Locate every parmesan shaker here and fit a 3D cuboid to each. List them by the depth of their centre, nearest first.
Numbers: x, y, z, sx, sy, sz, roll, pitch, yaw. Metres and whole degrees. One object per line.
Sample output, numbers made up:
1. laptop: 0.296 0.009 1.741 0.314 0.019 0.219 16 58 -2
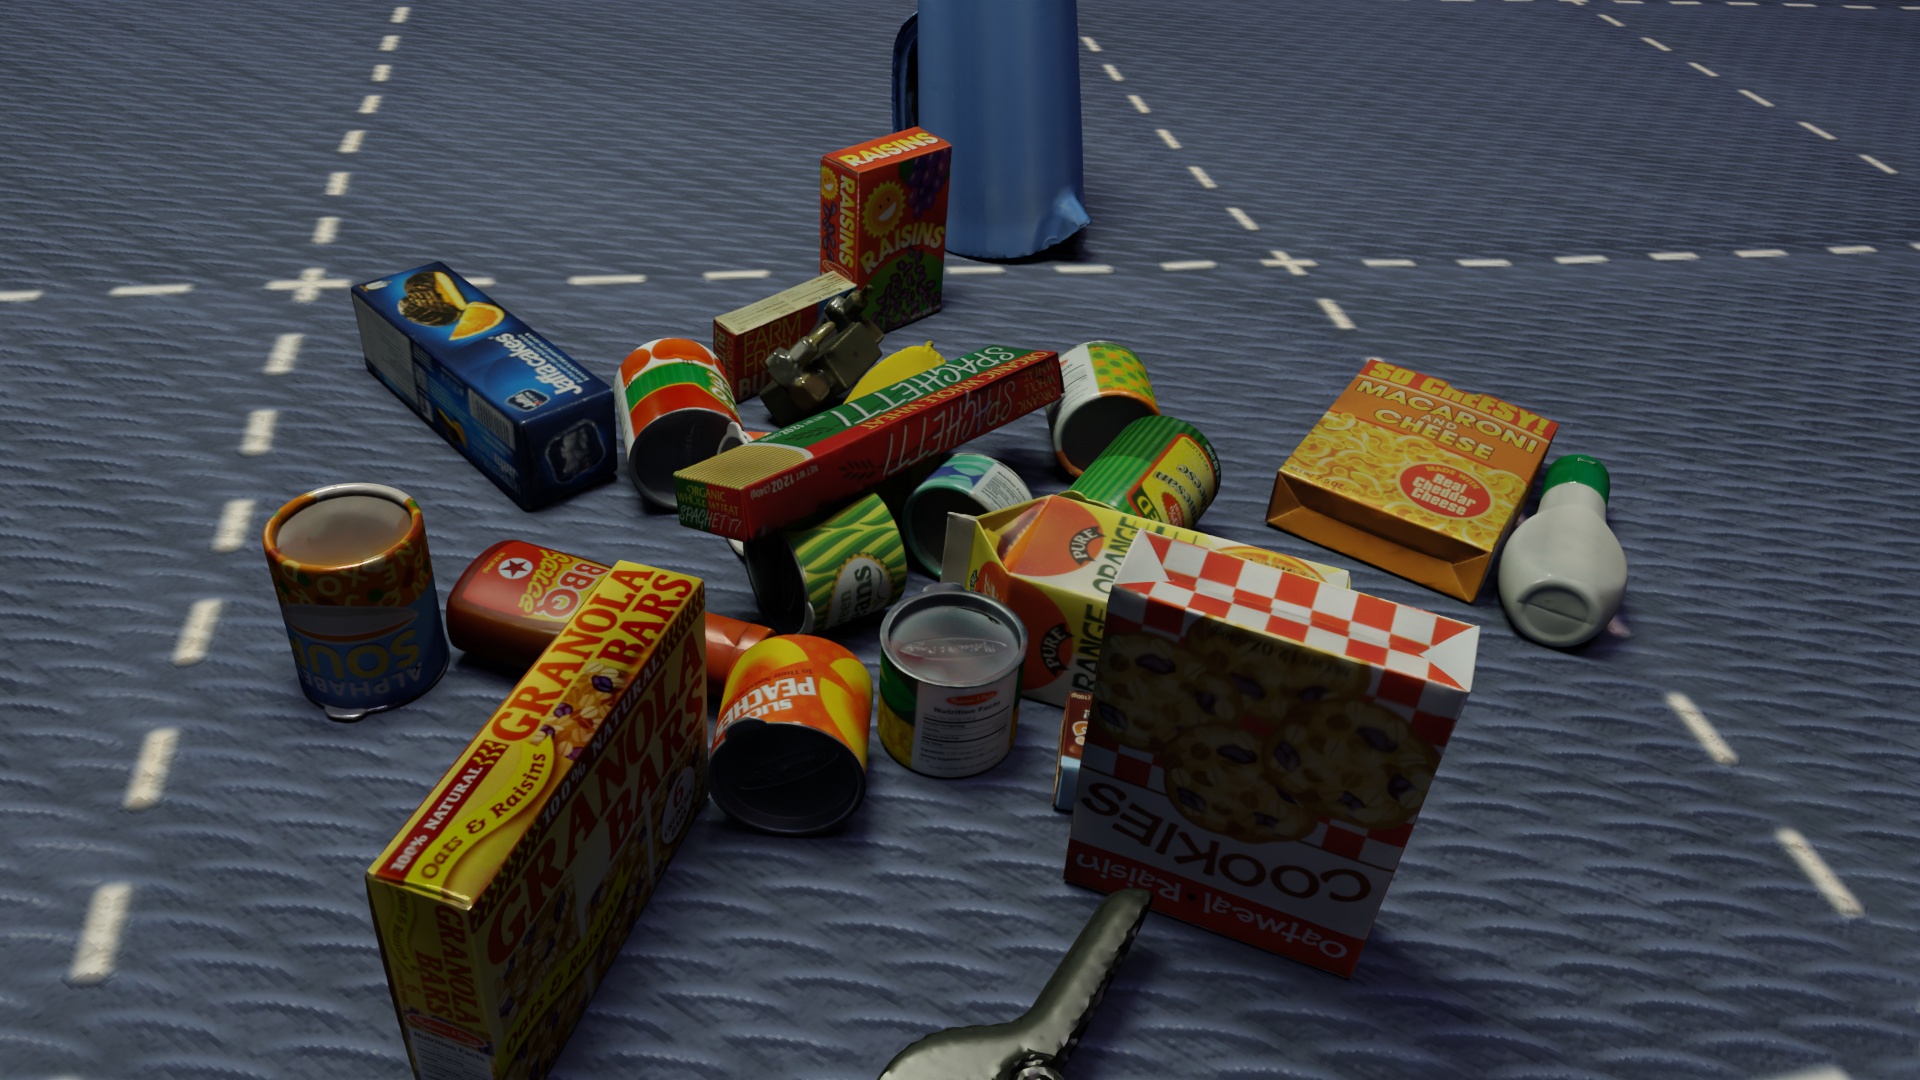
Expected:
1. parmesan shaker: 0.092 -0.020 0.745 0.071 0.071 0.103 21 40 20

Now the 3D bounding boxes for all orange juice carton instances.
1. orange juice carton: 0.081 0.038 0.668 0.193 0.071 0.073 15 37 12

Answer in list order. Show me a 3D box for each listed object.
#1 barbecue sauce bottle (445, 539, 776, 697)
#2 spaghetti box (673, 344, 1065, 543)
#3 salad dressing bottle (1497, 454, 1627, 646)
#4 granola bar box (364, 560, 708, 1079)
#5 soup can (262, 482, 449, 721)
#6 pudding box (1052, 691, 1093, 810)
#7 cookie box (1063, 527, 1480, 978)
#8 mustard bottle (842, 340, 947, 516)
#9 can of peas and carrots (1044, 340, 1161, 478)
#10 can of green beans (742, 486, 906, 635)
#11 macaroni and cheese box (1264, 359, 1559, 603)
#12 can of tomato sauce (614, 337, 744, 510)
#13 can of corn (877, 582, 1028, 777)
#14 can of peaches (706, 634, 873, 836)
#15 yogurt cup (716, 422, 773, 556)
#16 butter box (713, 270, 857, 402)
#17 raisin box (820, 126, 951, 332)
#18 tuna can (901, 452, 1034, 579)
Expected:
1. barbecue sauce bottle: -0.161 0.042 0.656 0.148 0.043 0.065 14 36 11
2. spaghetti box: -0.037 -0.057 0.720 0.050 0.028 0.251 13 28 37
3. salad dressing bottle: 0.338 0.001 0.774 0.064 0.043 0.148 19 38 17
4. granola bar box: -0.144 0.105 0.507 0.039 0.123 0.166 14 37 9
5. soup can: -0.272 0.027 0.628 0.071 0.083 0.072 4 37 -3
6. pudding box: 0.085 0.099 0.620 0.084 0.030 0.050 8 38 4
7. cookie box: 0.110 0.085 0.529 0.123 0.166 0.040 17 41 15
8. mustard bottle: -0.034 -0.076 0.824 0.065 0.048 0.161 17 37 4
9. can of peas and carrots: 0.086 -0.075 0.825 0.071 0.070 0.059 1 37 -6
10. can of green beans: -0.068 0.010 0.691 0.058 0.071 0.071 -19 43 -30
11. macaroni and cheese box: 0.272 -0.042 0.824 0.124 0.040 0.167 24 41 22
12. can of tomato sauce: -0.156 -0.067 0.783 0.071 0.070 0.083 -7 38 -16
13. can of corn: -0.005 0.063 0.634 0.071 0.058 0.071 3 37 -2
14. can of peaches: -0.072 0.081 0.592 0.071 0.070 0.058 4 36 -2
15. yogurt cup: -0.094 -0.027 0.741 0.054 0.072 0.072 -8 38 -30
16. butter box: -0.112 -0.130 0.884 0.024 0.052 0.104 33 45 29
17. raisin box: -0.051 -0.205 0.933 0.086 0.122 0.040 -28 48 -36
18. tuna can: 0.003 -0.009 0.728 0.071 0.070 0.033 20 40 19
